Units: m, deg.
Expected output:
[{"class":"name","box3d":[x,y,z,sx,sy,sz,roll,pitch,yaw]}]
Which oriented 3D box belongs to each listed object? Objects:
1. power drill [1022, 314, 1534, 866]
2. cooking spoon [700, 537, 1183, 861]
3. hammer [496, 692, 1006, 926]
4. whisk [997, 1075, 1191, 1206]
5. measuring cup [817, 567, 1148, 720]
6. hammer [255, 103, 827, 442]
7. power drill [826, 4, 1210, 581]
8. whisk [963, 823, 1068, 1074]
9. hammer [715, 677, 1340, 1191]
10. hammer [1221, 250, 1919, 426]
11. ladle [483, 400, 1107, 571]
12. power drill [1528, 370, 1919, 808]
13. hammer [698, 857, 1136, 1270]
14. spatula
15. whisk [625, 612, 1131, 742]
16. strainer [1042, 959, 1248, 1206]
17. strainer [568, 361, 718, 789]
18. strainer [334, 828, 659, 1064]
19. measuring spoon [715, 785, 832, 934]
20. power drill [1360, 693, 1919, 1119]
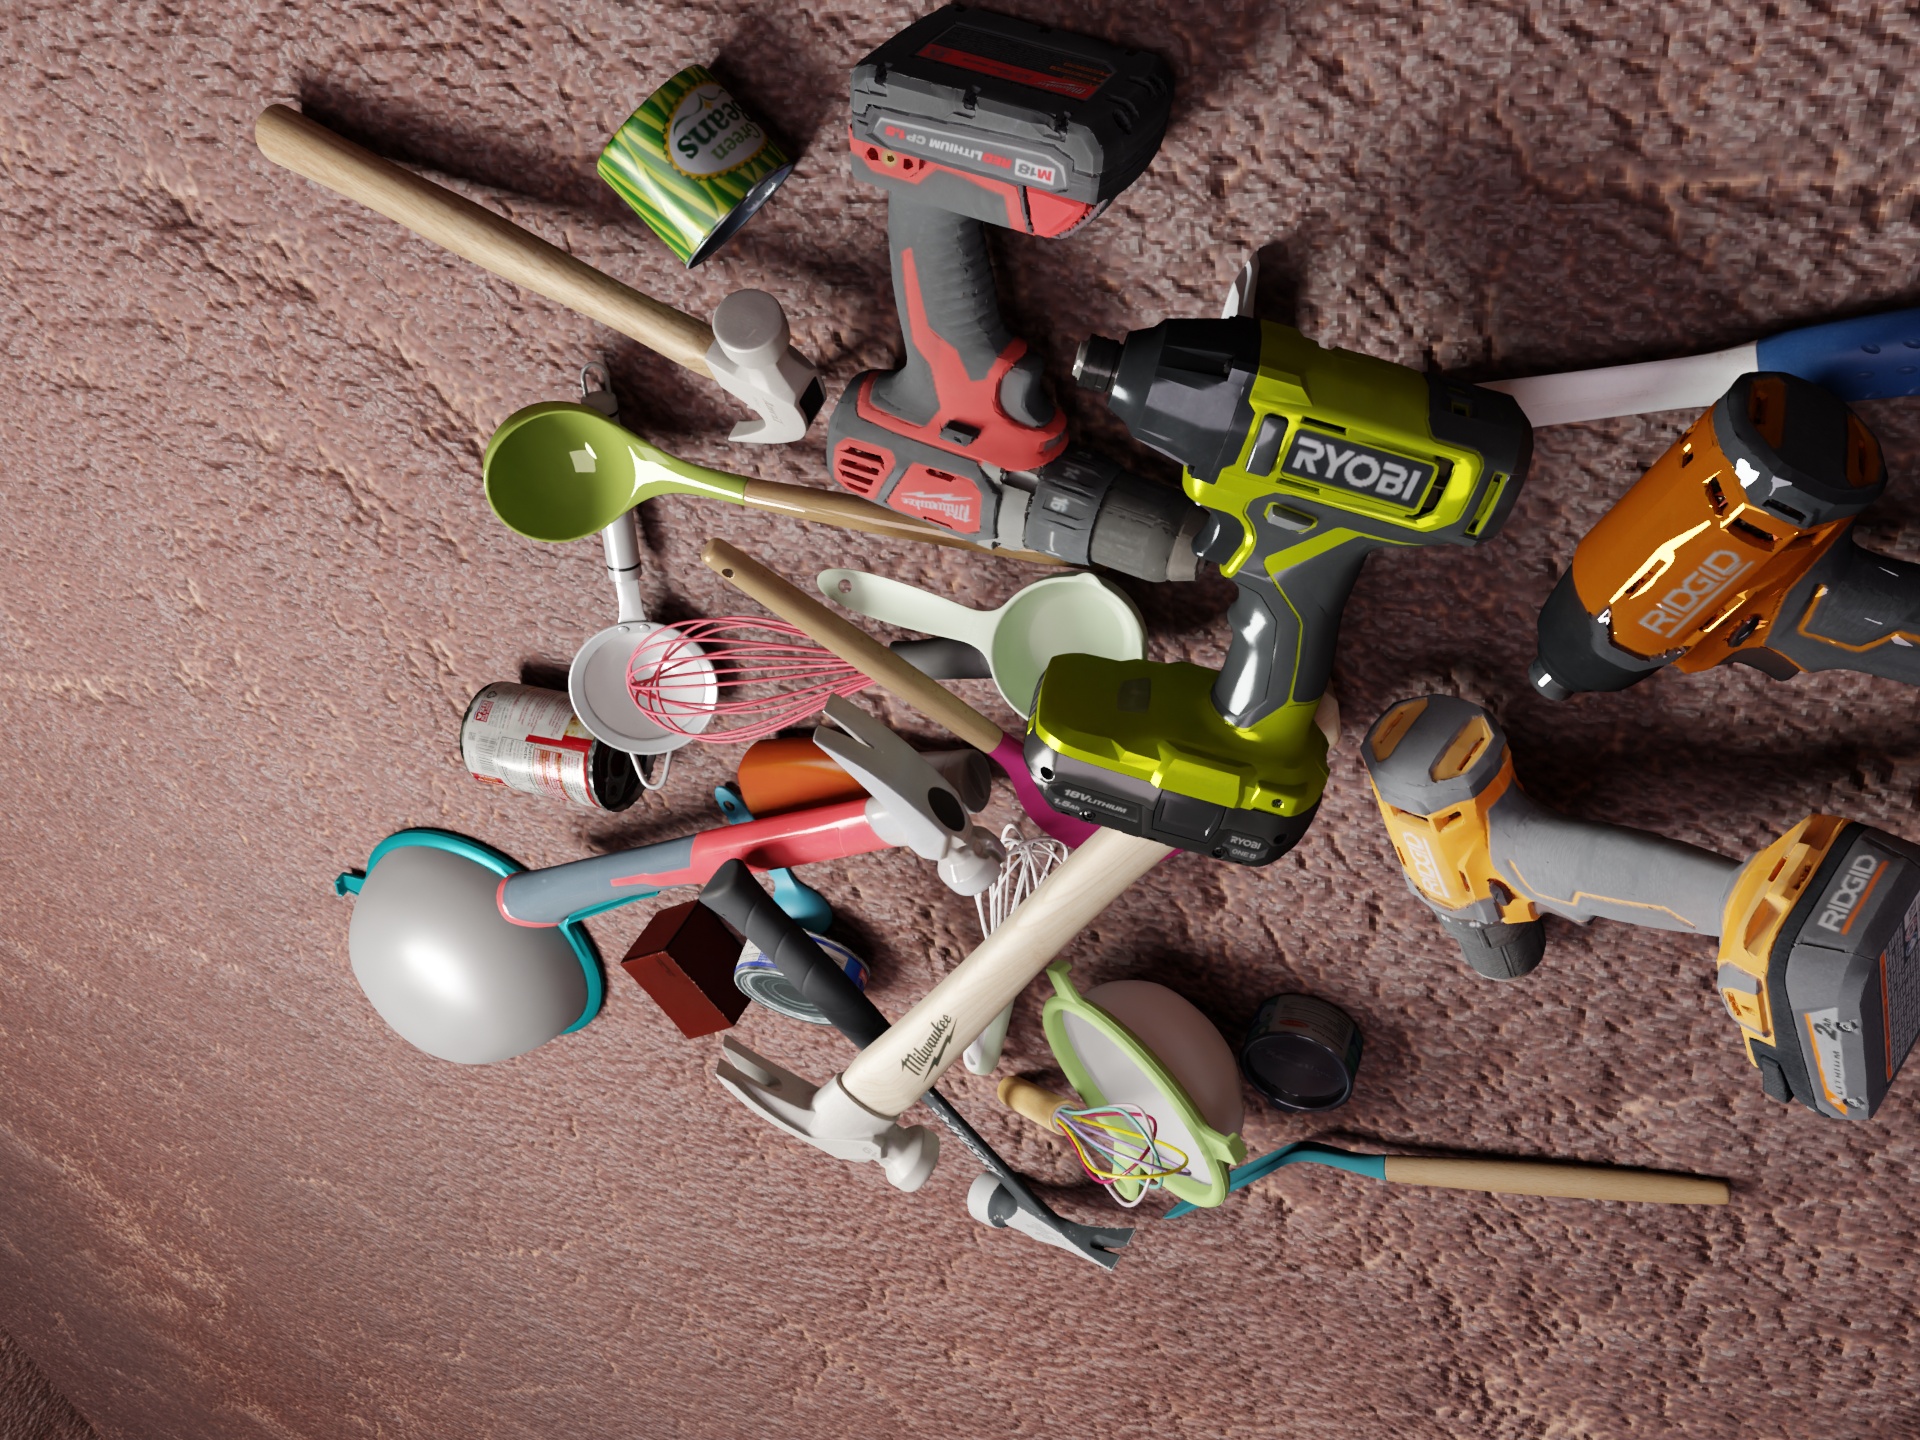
[{"class":"power drill","box3d":[0.109,-0.054,0.661,0.171,0.080,0.223,16,129,-1]},{"class":"cooking spoon","box3d":[-0.001,-0.003,0.818,0.318,0.017,0.069,34,138,-28]},{"class":"hammer","box3d":[-0.163,0.073,0.946,0.386,0.038,0.143,-14,134,38]},{"class":"whisk","box3d":[0.067,0.243,0.956,0.051,0.047,0.245,56,164,-8]},{"class":"measuring cup","box3d":[0.012,-0.049,0.782,0.167,0.038,0.083,18,108,10]},{"class":"hammer","box3d":[-0.207,-0.221,0.768,0.331,0.031,0.130,29,170,15]},{"class":"power drill","box3d":[0.033,-0.164,0.679,0.188,0.080,0.226,22,137,15]},{"class":"whisk","box3d":[0.025,0.148,0.971,0.058,0.059,0.246,55,152,34]},{"class":"hammer","box3d":[0.036,0.106,0.845,0.146,0.038,0.410,34,118,-18]},{"class":"hammer","box3d":[0.287,-0.133,0.596,0.405,0.035,0.144,-2,126,30]},{"class":"ladle","box3d":[-0.085,-0.103,0.794,0.320,0.062,0.078,12,130,10]},{"class":"power drill","box3d":[0.342,-0.022,0.607,0.226,0.084,0.164,26,145,-2]},{"class":"hammer","box3d":[-0.030,0.223,0.993,0.149,0.036,0.408,7,143,48]},{"class":"spatula","box3d":[0.279,0.276,0.938,0.317,0.082,0.044,-4,87,26]},{"class":"whisk","box3d":[-0.052,-0.029,0.848,0.296,0.073,0.073,-5,125,21]},{"class":"strainer","box3d":[0.124,0.234,0.979,0.152,0.069,0.256,44,159,27]},{"class":"strainer","box3d":[-0.187,-0.080,0.900,0.087,0.050,0.258,-4,123,-3]},{"class":"strainer","box3d":[-0.337,0.172,1.154,0.340,0.095,0.211,-22,114,41]},{"class":"measuring spoon","box3d":[-0.127,0.096,1.025,0.042,0.021,0.128,-10,123,34]},{"class":"power drill","box3d":[0.296,0.088,0.701,0.226,0.084,0.185,23,155,44]}]
